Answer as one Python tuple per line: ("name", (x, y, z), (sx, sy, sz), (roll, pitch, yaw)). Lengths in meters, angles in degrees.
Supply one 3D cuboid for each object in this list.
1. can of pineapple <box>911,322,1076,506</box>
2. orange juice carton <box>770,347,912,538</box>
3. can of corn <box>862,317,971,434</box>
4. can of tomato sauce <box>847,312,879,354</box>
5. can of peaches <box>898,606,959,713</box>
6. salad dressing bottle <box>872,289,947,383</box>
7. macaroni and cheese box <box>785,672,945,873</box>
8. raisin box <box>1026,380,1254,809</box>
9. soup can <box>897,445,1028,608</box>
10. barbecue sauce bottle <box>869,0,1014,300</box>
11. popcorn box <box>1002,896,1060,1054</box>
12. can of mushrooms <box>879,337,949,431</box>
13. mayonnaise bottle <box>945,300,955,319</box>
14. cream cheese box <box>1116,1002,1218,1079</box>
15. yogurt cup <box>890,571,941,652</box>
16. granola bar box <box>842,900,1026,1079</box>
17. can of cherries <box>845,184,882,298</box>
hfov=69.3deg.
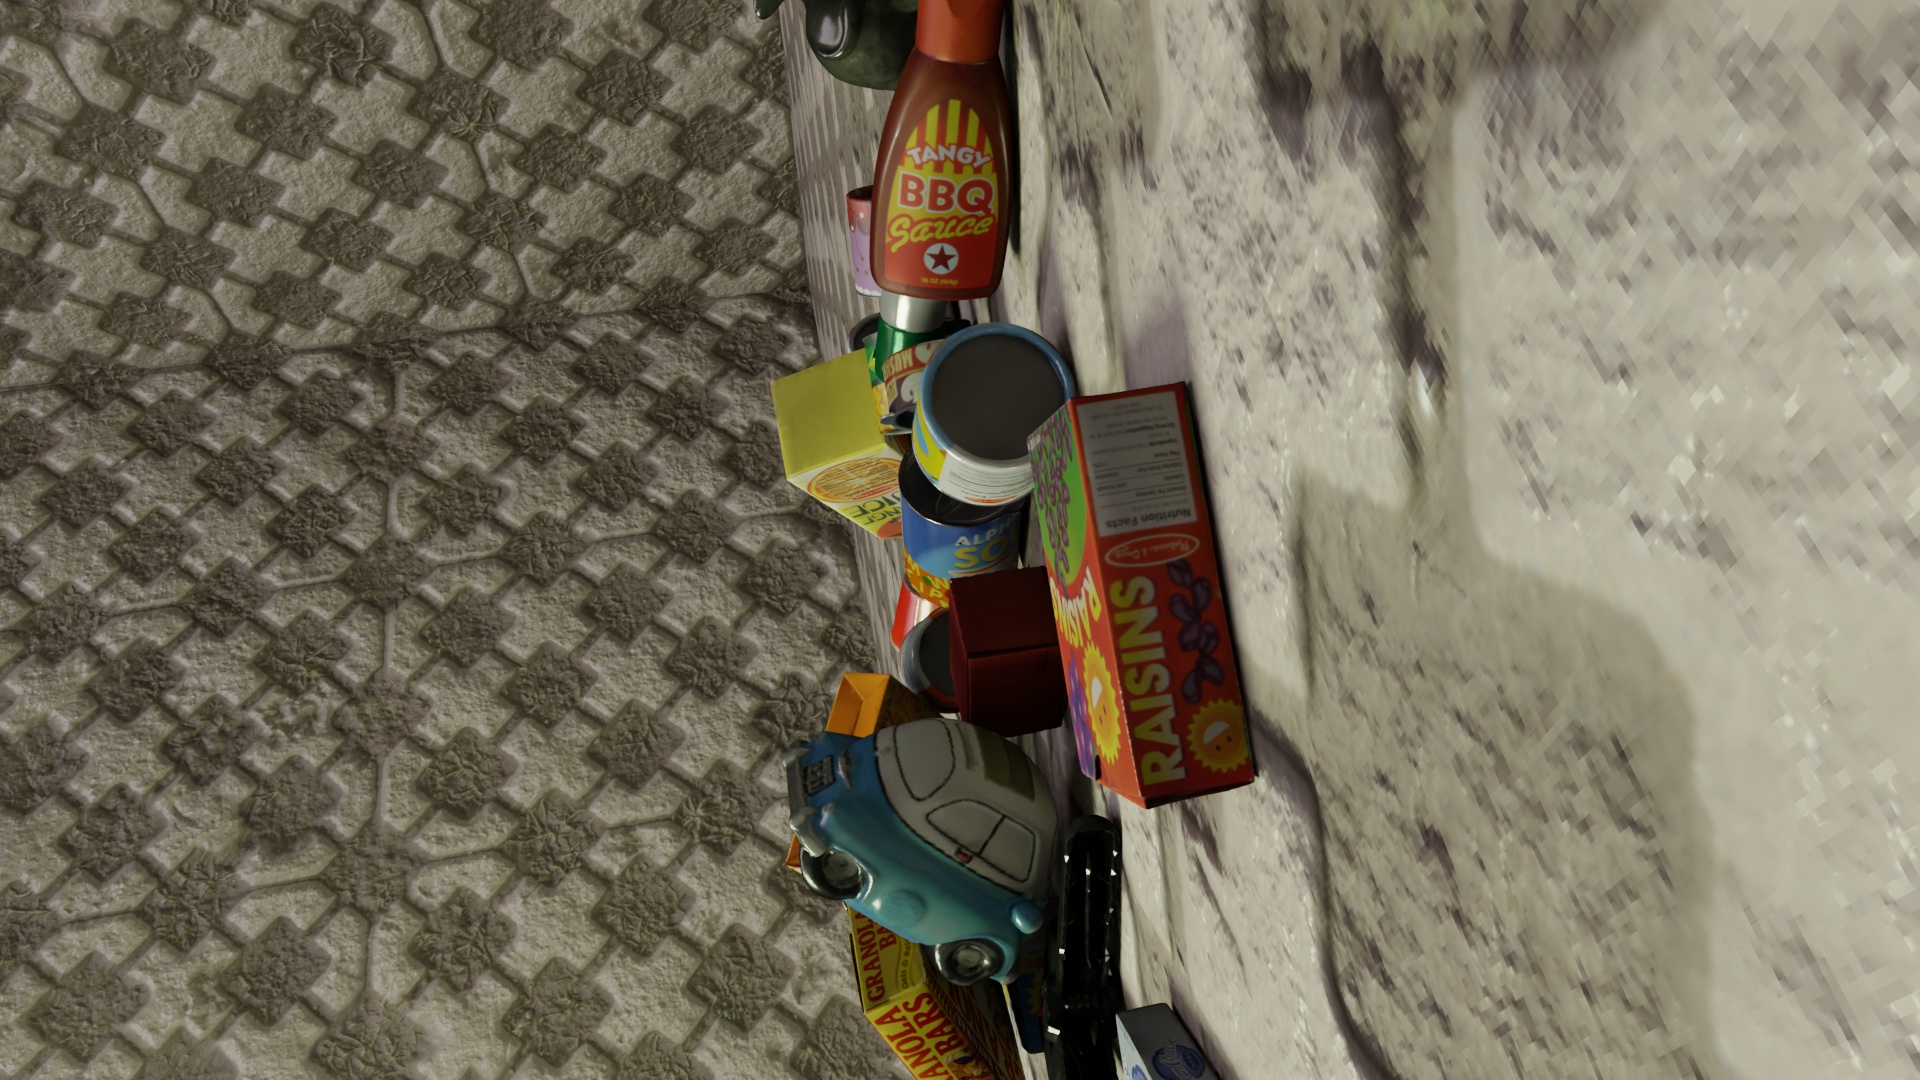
("can of pineapple", (0.013, -0.055, 0.595), (0.057, 0.071, 0.071), (111, 150, -76))
("orange juice carton", (-0.050, -0.057, 0.954), (0.192, 0.073, 0.072), (35, -140, -64))
("can of corn", (-0.020, -0.098, 0.832), (0.071, 0.071, 0.058), (166, 94, -83))
("can of tomato sauce", (-0.052, -0.122, 1.063), (0.082, 0.071, 0.071), (92, 168, -54))
("can of peaches", (-0.001, 0.075, 0.883), (0.058, 0.071, 0.071), (132, 129, -74))
("salad dressing bottle", (-0.021, -0.152, 0.742), (0.064, 0.044, 0.146), (-86, 5, -53))
("macaroni and cheese box", (-0.032, 0.173, 0.878), (0.166, 0.040, 0.124), (45, -128, -47))
("raisin box", (0.055, 0.018, 0.450), (0.086, 0.040, 0.123), (150, 111, -82))
("soup can", (0.003, -0.010, 0.758), (0.083, 0.071, 0.071), (89, 170, -55))
("barbecue sauce bottle", (-0.005, -0.182, 0.619), (0.044, 0.065, 0.147), (-94, 9, -54))
("popcorn box", (0.045, 0.268, 0.869), (0.126, 0.038, 0.085), (106, 155, -75))
("can of mushrooms", (-0.009, -0.081, 0.731), (0.071, 0.071, 0.033), (120, 142, -79))
("mayonnaise bottle", (-0.020, -0.124, 0.899), (0.064, 0.041, 0.148), (114, 146, -81))
("cream cheese box", (0.085, 0.223, 0.526), (0.104, 0.024, 0.053), (-144, 44, -81))
("yogurt cup", (-0.015, 0.050, 0.995), (0.073, 0.072, 0.053), (-109, 20, -57))
("granola bar box", (-0.014, 0.248, 0.774), (0.125, 0.039, 0.165), (-109, -8, -54))
("can of cherries", (-0.034, -0.180, 0.824), (0.072, 0.071, 0.058), (-114, 16, -65))
